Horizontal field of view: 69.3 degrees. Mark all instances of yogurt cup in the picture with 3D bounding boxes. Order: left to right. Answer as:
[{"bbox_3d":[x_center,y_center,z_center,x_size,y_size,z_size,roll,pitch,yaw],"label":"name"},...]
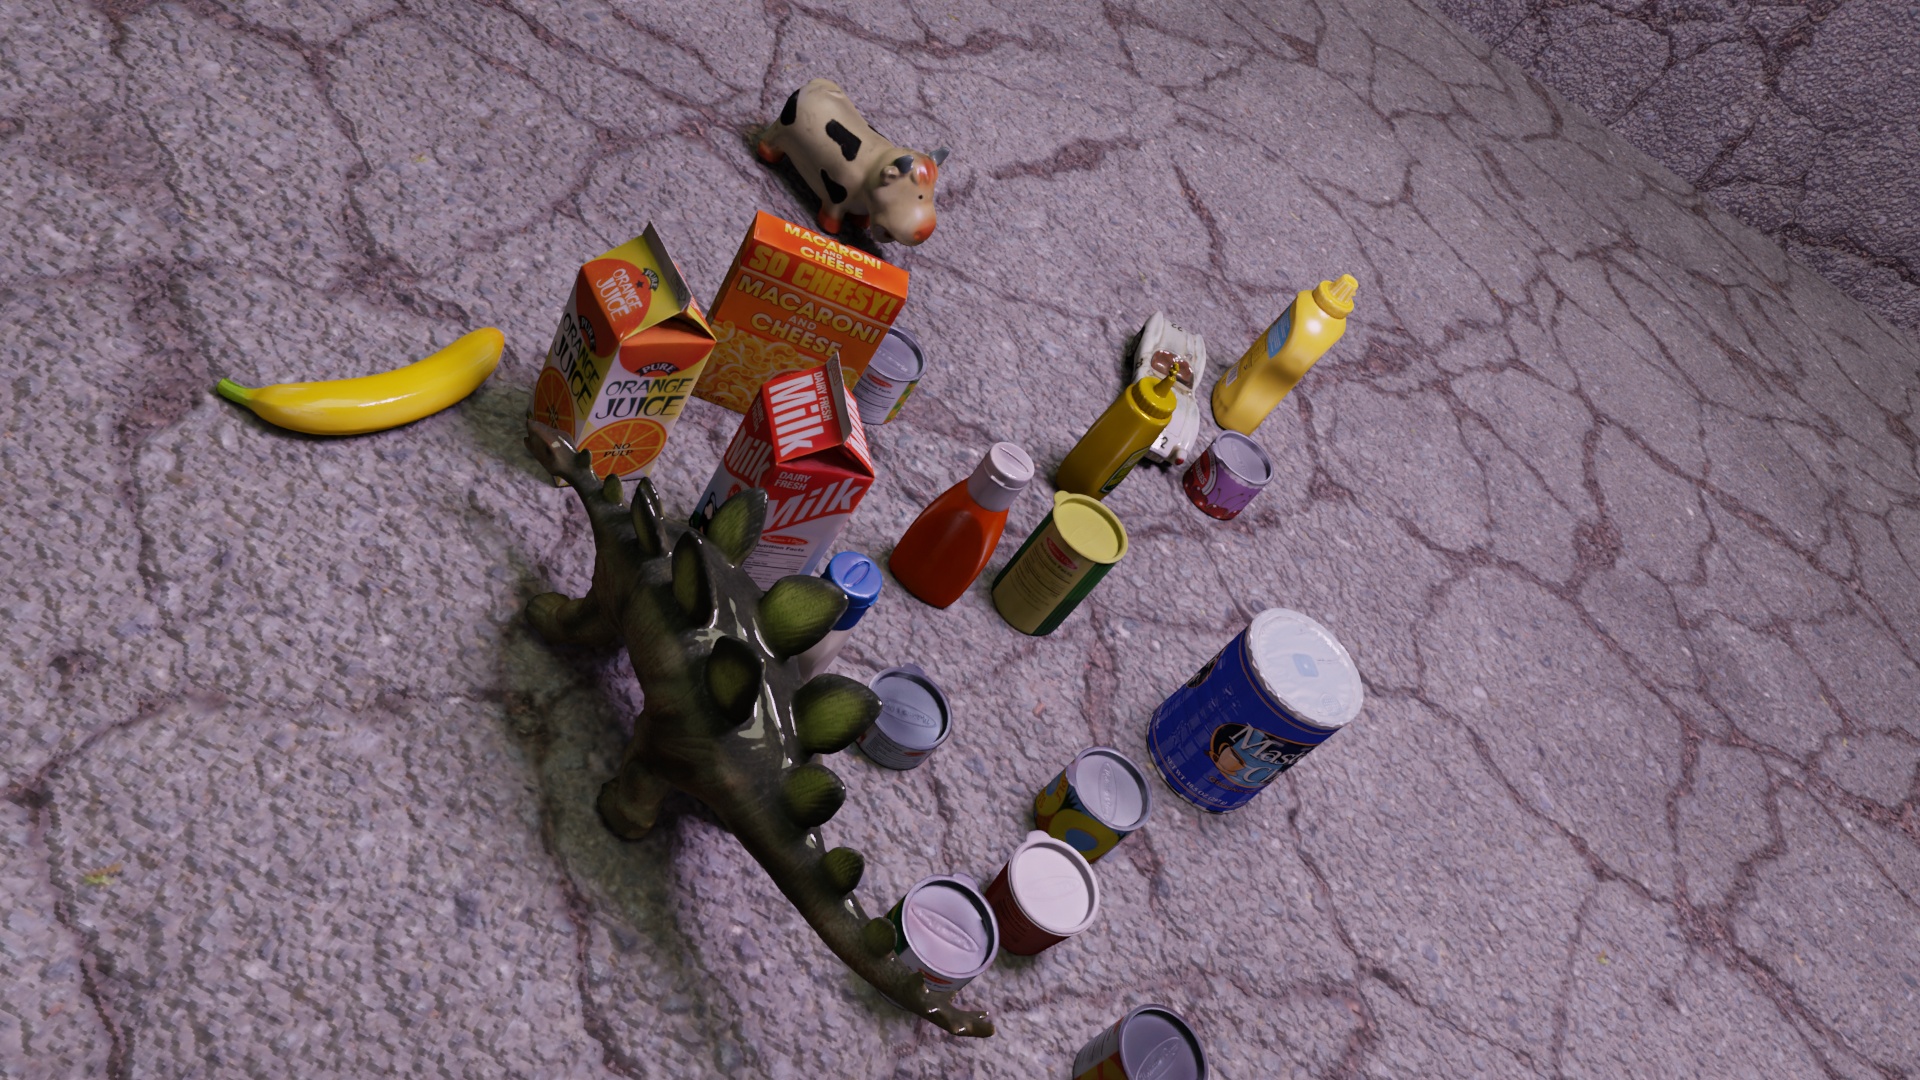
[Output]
[{"bbox_3d":[0.050,0.238,0.918,0.072,0.053,0.073,19,45,-20],"label":"yogurt cup"}]

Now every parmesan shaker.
[{"bbox_3d":[0.075,0.018,1.095,0.071,0.102,0.072,19,45,-20],"label":"parmesan shaker"}]

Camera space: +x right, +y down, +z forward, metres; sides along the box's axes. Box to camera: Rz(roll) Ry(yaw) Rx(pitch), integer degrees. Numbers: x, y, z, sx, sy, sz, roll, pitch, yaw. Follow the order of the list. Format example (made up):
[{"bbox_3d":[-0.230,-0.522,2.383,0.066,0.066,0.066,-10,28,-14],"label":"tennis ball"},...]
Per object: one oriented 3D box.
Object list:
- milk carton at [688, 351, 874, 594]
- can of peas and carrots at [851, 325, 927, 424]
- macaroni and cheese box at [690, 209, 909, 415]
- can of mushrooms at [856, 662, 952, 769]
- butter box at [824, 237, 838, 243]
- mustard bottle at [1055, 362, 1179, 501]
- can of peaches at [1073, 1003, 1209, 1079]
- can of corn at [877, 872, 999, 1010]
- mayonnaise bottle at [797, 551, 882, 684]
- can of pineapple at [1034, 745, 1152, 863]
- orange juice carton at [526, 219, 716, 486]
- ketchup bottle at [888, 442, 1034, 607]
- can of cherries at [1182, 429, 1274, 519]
[{"bbox_3d":[-0.118,-0.040,0.950,0.073,0.189,0.072,8,50,-30],"label":"milk carton"},{"bbox_3d":[-0.069,-0.142,1.172,0.071,0.058,0.071,19,45,-20],"label":"can of peas and carrots"},{"bbox_3d":[-0.130,-0.161,1.067,0.124,0.165,0.040,19,45,-20],"label":"macaroni and cheese box"},{"bbox_3d":[-0.041,0.123,0.973,0.071,0.033,0.071,19,45,-20],"label":"can of mushrooms"},{"bbox_3d":[-0.112,-0.209,1.207,0.024,0.053,0.104,0,54,-35],"label":"butter box"},{"bbox_3d":[0.144,-0.095,1.199,0.049,0.159,0.065,48,43,12],"label":"mustard bottle"},{"bbox_3d":[0.114,0.336,0.871,0.071,0.057,0.071,19,45,-20],"label":"can of peaches"},{"bbox_3d":[-0.017,0.248,0.860,0.071,0.058,0.071,19,45,-20],"label":"can of corn"},{"bbox_3d":[-0.097,0.063,0.903,0.041,0.147,0.065,40,42,2],"label":"mayonnaise bottle"},{"bbox_3d":[0.093,0.188,0.989,0.071,0.057,0.071,19,45,-20],"label":"can of pineapple"},{"bbox_3d":[-0.228,-0.125,0.947,0.073,0.191,0.072,-8,59,-39],"label":"orange juice carton"},{"bbox_3d":[0.004,-0.013,1.039,0.065,0.148,0.044,38,42,0],"label":"ketchup bottle"},{"bbox_3d":[0.252,-0.063,1.322,0.071,0.058,0.072,19,45,-20],"label":"can of cherries"}]
